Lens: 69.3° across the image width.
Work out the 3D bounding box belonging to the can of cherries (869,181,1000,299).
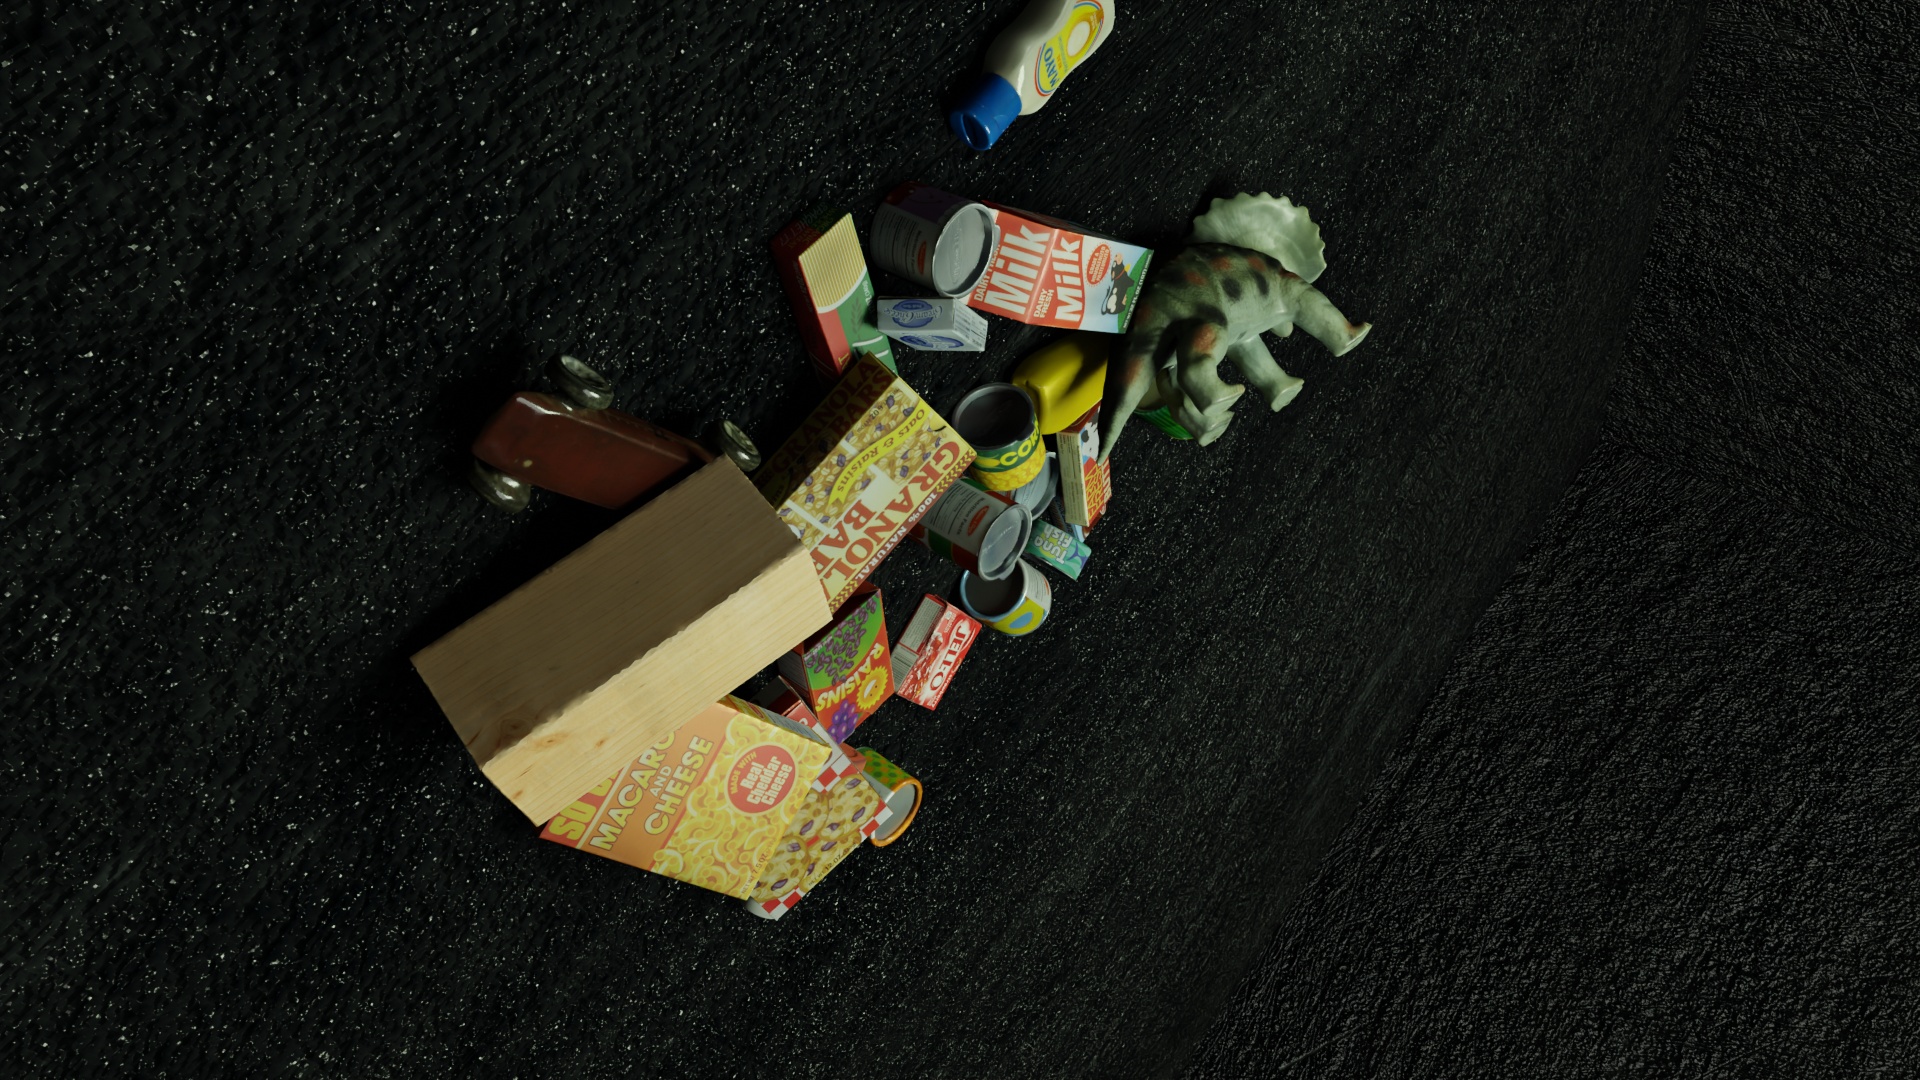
[{"bbox_3d":[-0.017,-0.203,0.935,0.072,0.058,0.071,-37,141,-37],"label":"can of cherries"}]

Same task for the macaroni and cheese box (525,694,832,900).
[{"bbox_3d":[-0.185,0.159,0.927,0.166,0.040,0.123,29,89,-37],"label":"macaroni and cheese box"}]

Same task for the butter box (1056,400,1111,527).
[{"bbox_3d":[0.108,-0.067,1.209,0.053,0.024,0.103,-52,144,-41],"label":"butter box"}]

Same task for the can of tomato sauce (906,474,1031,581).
[{"bbox_3d":[0.004,-0.014,1.097,0.071,0.083,0.070,-37,142,-36],"label":"can of tomato sauce"}]

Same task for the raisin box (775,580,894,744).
[{"bbox_3d":[-0.096,0.096,1.077,0.086,0.040,0.122,-42,145,-32],"label":"raisin box"}]

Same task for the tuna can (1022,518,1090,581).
[{"bbox_3d":[0.082,0.007,1.251,0.033,0.071,0.071,-62,150,-3],"label":"tuna can"}]

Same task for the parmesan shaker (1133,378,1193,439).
[{"bbox_3d":[0.195,-0.141,1.310,0.103,0.071,0.071,18,99,-59],"label":"parmesan shaker"}]

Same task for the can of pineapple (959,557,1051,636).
[{"bbox_3d":[0.038,0.047,1.218,0.071,0.071,0.058,-60,149,-3],"label":"can of pineapple"}]

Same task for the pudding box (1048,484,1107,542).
[{"bbox_3d":[0.107,-0.040,1.288,0.050,0.030,0.083,-52,149,-19],"label":"pudding box"}]

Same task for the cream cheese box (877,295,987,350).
[{"bbox_3d":[-0.018,-0.148,0.951,0.104,0.053,0.024,-1,93,-77],"label":"cream cheese box"}]

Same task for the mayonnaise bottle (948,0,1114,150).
[{"bbox_3d":[0.049,-0.329,0.951,0.148,0.041,0.064,-52,151,-18],"label":"mayonnaise bottle"}]

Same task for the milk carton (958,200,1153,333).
[{"bbox_3d":[0.061,-0.204,1.040,0.191,0.073,0.072,-8,121,-54],"label":"milk carton"}]

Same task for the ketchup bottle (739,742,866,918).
[{"bbox_3d":[-0.132,0.234,1.129,0.065,0.043,0.148,19,98,-54],"label":"ketchup bottle"}]

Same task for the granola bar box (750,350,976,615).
[{"bbox_3d":[-0.078,-0.033,0.955,0.165,0.039,0.124,-48,145,1],"label":"granola bar box"}]

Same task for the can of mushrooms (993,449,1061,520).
[{"bbox_3d":[0.056,-0.051,1.197,0.071,0.033,0.070,-37,141,-37],"label":"can of mushrooms"}]

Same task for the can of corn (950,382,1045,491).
[{"bbox_3d":[0.033,-0.080,1.100,0.071,0.071,0.058,-51,149,-19],"label":"can of corn"}]

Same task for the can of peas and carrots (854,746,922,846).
[{"bbox_3d":[-0.074,0.220,1.193,0.071,0.059,0.070,-37,142,-36],"label":"can of peas and carrots"}]

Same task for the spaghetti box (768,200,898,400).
[{"bbox_3d":[-0.072,-0.117,0.950,0.050,0.029,0.248,-47,147,-23],"label":"spaghetti box"}]

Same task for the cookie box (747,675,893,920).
[{"bbox_3d":[-0.137,0.195,1.040,0.123,0.040,0.166,-41,134,-12],"label":"cookie box"}]

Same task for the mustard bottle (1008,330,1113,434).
[{"bbox_3d":[0.103,-0.145,1.178,0.161,0.049,0.065,-35,139,-40],"label":"mustard bottle"}]
